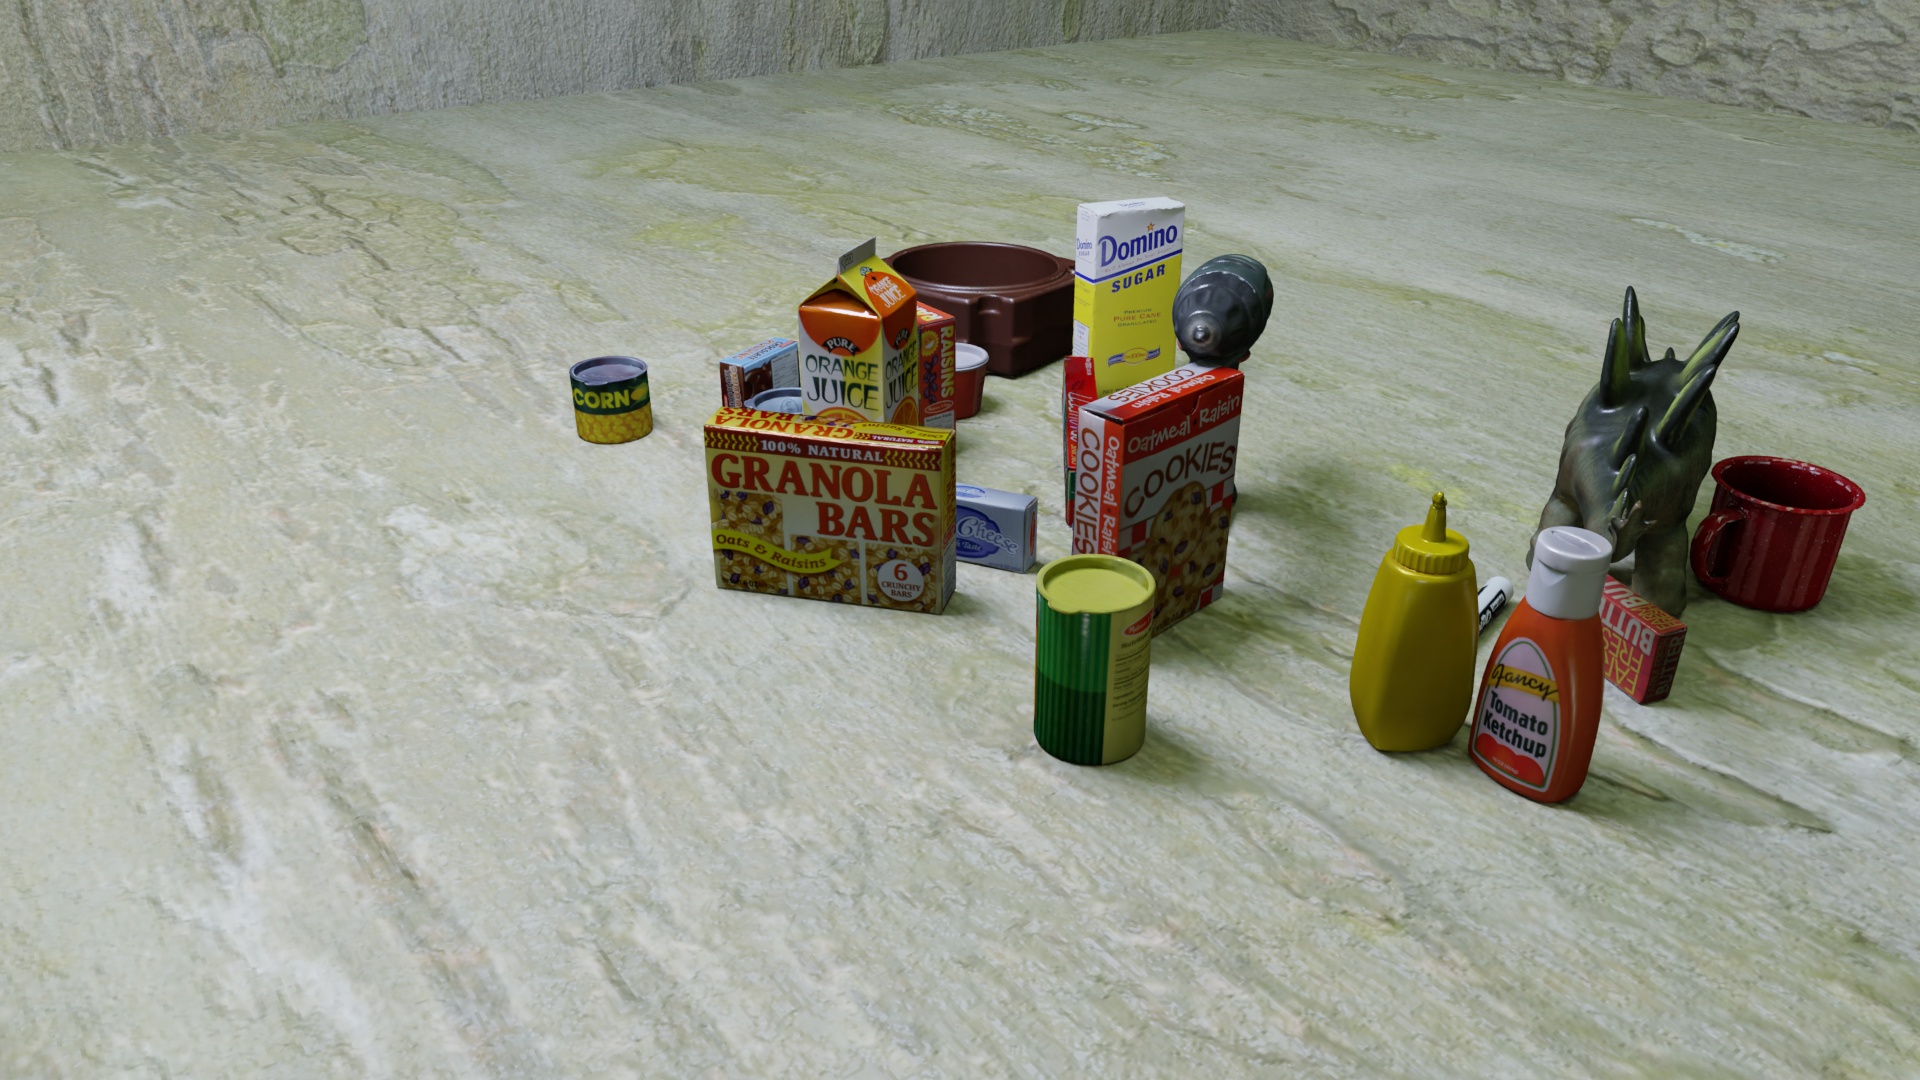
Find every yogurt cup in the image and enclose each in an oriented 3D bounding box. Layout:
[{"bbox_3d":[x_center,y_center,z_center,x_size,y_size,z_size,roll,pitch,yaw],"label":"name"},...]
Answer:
[{"bbox_3d":[-0.009,-0.143,1.255,0.072,0.053,0.073,0,27,0],"label":"yogurt cup"}]

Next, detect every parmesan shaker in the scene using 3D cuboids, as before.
[{"bbox_3d":[0.073,0.069,0.790,0.071,0.102,0.071,0,27,0],"label":"parmesan shaker"}]

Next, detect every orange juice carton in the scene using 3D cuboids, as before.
[{"bbox_3d":[-0.079,-0.138,1.093,0.073,0.191,0.072,10,29,19],"label":"orange juice carton"}]

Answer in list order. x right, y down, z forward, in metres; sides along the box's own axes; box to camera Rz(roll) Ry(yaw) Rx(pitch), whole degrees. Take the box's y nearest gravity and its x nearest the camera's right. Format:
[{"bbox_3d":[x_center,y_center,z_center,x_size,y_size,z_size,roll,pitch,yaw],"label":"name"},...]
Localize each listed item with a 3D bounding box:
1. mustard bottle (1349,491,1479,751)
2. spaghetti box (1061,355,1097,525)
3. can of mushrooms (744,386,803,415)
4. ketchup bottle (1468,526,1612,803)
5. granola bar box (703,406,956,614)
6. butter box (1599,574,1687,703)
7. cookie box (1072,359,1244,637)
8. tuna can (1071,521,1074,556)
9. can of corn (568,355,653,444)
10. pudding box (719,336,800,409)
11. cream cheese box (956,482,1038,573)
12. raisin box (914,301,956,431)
[{"bbox_3d":[0.260,0.043,0.781,0.065,0.159,0.049,-3,27,-7],"label":"mustard bottle"},{"bbox_3d":[0.100,-0.088,1.152,0.029,0.050,0.251,2,27,3],"label":"spaghetti box"},{"bbox_3d":[-0.151,-0.107,1.204,0.071,0.033,0.071,0,27,0],"label":"can of mushrooms"},{"bbox_3d":[0.318,0.066,0.750,0.044,0.148,0.065,-17,31,-30],"label":"ketchup bottle"},{"bbox_3d":[-0.087,-0.020,0.939,0.165,0.123,0.039,6,28,12],"label":"granola bar box"},{"bbox_3d":[0.408,0.054,0.878,0.024,0.053,0.104,-8,28,-16],"label":"butter box"},{"bbox_3d":[0.127,-0.021,0.895,0.123,0.166,0.040,-24,36,-39],"label":"cookie box"},{"bbox_3d":[0.113,0.007,0.988,0.071,0.032,0.071,0,27,0],"label":"tuna can"},{"bbox_3d":[-0.303,-0.121,1.204,0.071,0.058,0.071,0,27,0],"label":"can of corn"},{"bbox_3d":[-0.183,-0.152,1.274,0.030,0.049,0.084,15,31,27],"label":"pudding box"},{"bbox_3d":[0.004,-0.013,1.002,0.104,0.053,0.024,11,29,20],"label":"cream cheese box"},{"bbox_3d":[-0.043,-0.137,1.166,0.040,0.122,0.086,-18,32,-31],"label":"raisin box"}]
